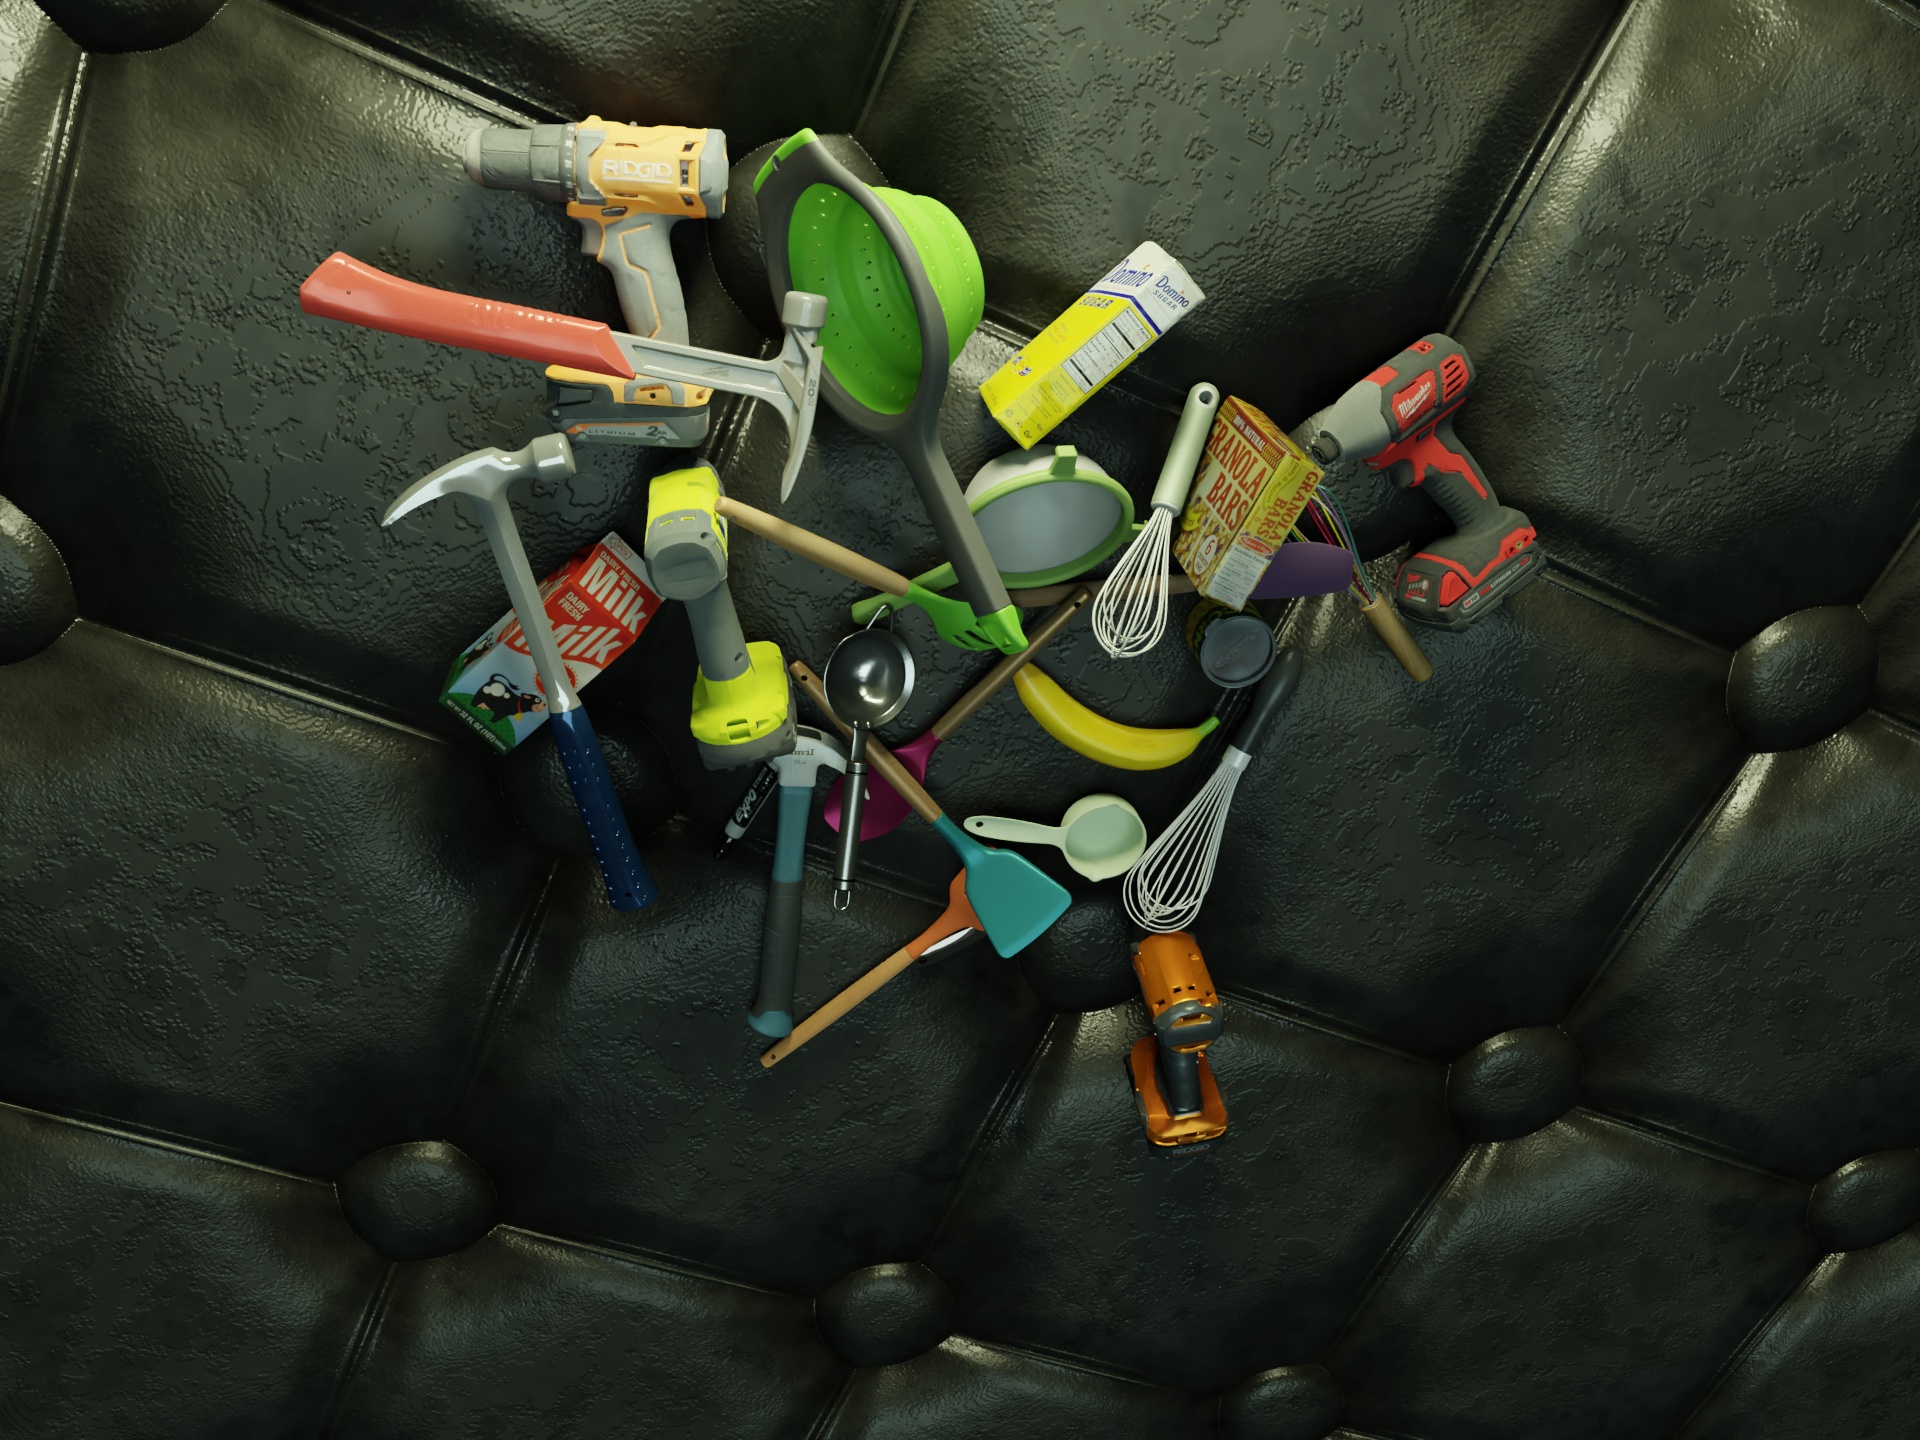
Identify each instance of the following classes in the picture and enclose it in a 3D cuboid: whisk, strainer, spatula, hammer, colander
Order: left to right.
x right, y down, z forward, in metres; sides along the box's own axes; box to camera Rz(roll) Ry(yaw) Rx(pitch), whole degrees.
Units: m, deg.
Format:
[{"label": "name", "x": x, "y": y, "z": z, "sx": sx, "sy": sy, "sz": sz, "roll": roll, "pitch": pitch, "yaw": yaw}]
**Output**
[{"label": "hammer", "x": -0.319, "y": -0.019, "z": 1.244, "sx": 0.144, "sy": 0.035, "sz": 0.405, "roll": -14, "pitch": 120, "yaw": -3}, {"label": "hammer", "x": -0.279, "y": -0.259, "z": 1.126, "sx": 0.359, "sy": 0.037, "sz": 0.149, "roll": 10, "pitch": 107, "yaw": -7}, {"label": "hammer", "x": -0.157, "y": 0.150, "z": 1.419, "sx": 0.128, "sy": 0.033, "sz": 0.330, "roll": 1, "pitch": 120, "yaw": -13}, {"label": "strainer", "x": -0.088, "y": 0.031, "z": 1.328, "sx": 0.086, "sy": 0.050, "sz": 0.258, "roll": 6, "pitch": 91, "yaw": -33}, {"label": "spatula", "x": -0.067, "y": 0.232, "z": 1.480, "sx": 0.322, "sy": 0.041, "sz": 0.081, "roll": -38, "pitch": 91, "yaw": 13}, {"label": "spatula", "x": -0.036, "y": 0.068, "z": 1.373, "sx": 0.082, "sy": 0.044, "sz": 0.317, "roll": -42, "pitch": 103, "yaw": 5}, {"label": "colander", "x": -0.015, "y": -0.243, "z": 1.172, "sx": 0.094, "sy": 0.204, "sz": 0.397, "roll": -29, "pitch": 99, "yaw": -27}, {"label": "strainer", "x": 0.015, "y": -0.154, "z": 1.295, "sx": 0.256, "sy": 0.069, "sz": 0.151, "roll": -24, "pitch": 150, "yaw": 23}, {"label": "whisk", "x": 0.159, "y": -0.159, "z": 1.254, "sx": 0.058, "sy": 0.059, "sz": 0.246, "roll": 22, "pitch": 75, "yaw": -6}, {"label": "spatula", "x": 0.170, "y": -0.115, "z": 1.333, "sx": 0.316, "sy": 0.018, "sz": 0.059, "roll": -5, "pitch": 134, "yaw": 4}, {"label": "whisk", "x": 0.229, "y": 0.061, "z": 1.413, "sx": 0.070, "sy": 0.070, "sz": 0.284, "roll": 25, "pitch": 98, "yaw": -18}, {"label": "whisk", "x": 0.343, "y": -0.120, "z": 1.364, "sx": 0.051, "sy": 0.047, "sz": 0.244, "roll": -32, "pitch": 121, "yaw": 22}]

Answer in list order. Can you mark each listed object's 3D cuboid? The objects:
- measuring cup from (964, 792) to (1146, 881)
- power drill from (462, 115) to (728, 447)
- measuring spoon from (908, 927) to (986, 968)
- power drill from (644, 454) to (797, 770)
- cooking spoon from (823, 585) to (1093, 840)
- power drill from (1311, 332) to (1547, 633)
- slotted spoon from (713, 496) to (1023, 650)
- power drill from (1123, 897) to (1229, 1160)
[{"label": "measuring cup", "x": 0.084, "y": 0.096, "z": 1.436, "sx": 0.167, "sy": 0.038, "sz": 0.083, "roll": 8, "pitch": 115, "yaw": -9}, {"label": "power drill", "x": -0.265, "y": -0.322, "z": 1.164, "sx": 0.185, "sy": 0.084, "sz": 0.226, "roll": 2, "pitch": 112, "yaw": -6}, {"label": "measuring spoon", "x": 0.007, "y": 0.207, "z": 1.490, "sx": 0.124, "sy": 0.018, "sz": 0.034, "roll": -27, "pitch": 116, "yaw": 7}, {"label": "power drill", "x": -0.191, "y": -0.088, "z": 1.247, "sx": 0.080, "sy": 0.171, "sz": 0.223, "roll": -11, "pitch": 125, "yaw": 0}, {"label": "cooking spoon", "x": -0.002, "y": -0.004, "z": 1.372, "sx": 0.068, "sy": 0.017, "sz": 0.319, "roll": 42, "pitch": 110, "yaw": -13}, {"label": "power drill", "x": 0.379, "y": -0.188, "z": 1.302, "sx": 0.143, "sy": 0.079, "sz": 0.219, "roll": -35, "pitch": 113, "yaw": -9}, {"label": "slotted spoon", "x": -0.065, "y": -0.111, "z": 1.250, "sx": 0.313, "sy": 0.031, "sz": 0.070, "roll": 22, "pitch": 141, "yaw": -40}, {"label": "power drill", "x": 0.197, "y": 0.285, "z": 1.491, "sx": 0.084, "sy": 0.164, "sz": 0.226, "roll": -9, "pitch": 129, "yaw": -3}]
